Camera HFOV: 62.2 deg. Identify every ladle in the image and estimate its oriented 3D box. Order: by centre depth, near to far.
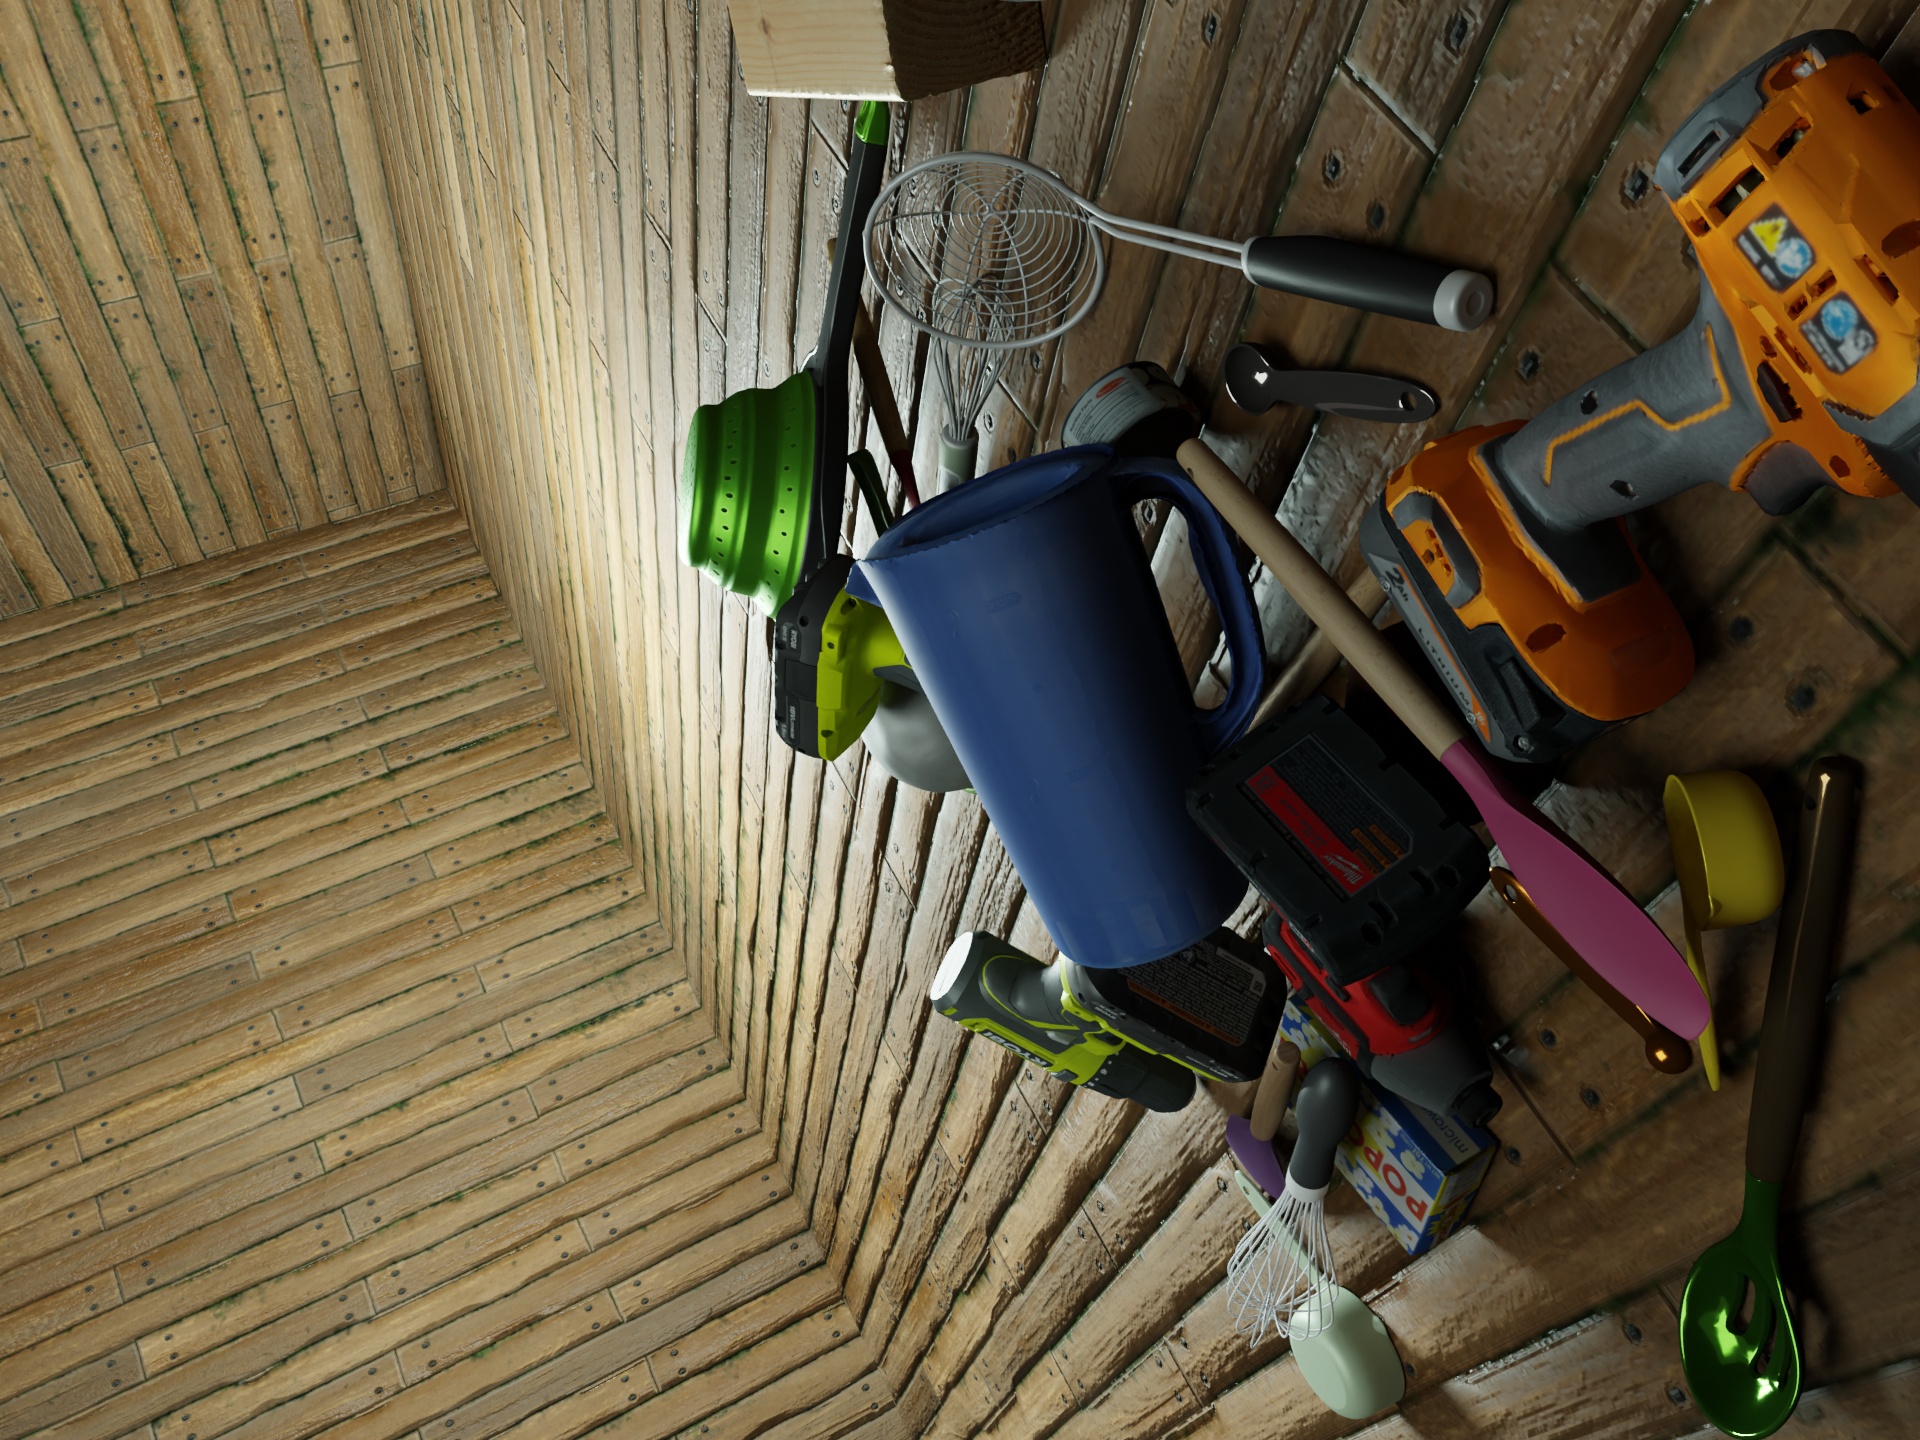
[{"bbox_3d":[-0.046,-0.199,1.060,0.069,0.031,0.316,98,157,-65],"label":"ladle"}]

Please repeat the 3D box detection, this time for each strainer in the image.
[{"bbox_3d":[-0.050,-0.055,1.094,0.151,0.069,0.256,13,125,62],"label":"strainer"}]

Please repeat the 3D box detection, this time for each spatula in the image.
[{"bbox_3d":[0.151,-0.008,0.809,0.317,0.044,0.082,115,168,-58],"label":"spatula"},{"bbox_3d":[0.178,0.232,0.919,0.060,0.018,0.315,52,169,25],"label":"spatula"}]

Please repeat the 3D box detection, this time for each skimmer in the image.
[{"bbox_3d":[0.081,-0.199,0.736,0.127,0.090,0.364,43,175,-39],"label":"skimmer"}]

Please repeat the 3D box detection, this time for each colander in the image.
[{"bbox_3d":[-0.125,-0.226,1.053,0.205,0.094,0.396,-109,28,-57],"label":"colander"}]

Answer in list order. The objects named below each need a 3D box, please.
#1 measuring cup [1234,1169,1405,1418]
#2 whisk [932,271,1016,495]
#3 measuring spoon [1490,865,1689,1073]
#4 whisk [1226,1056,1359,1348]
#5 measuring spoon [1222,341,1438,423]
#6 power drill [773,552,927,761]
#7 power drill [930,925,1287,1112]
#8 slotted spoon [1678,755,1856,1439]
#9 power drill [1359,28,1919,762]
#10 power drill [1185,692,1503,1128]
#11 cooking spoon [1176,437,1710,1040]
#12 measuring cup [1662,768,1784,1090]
[{"bbox_3d":[0.215,0.367,1.018,0.168,0.038,0.083,54,155,28],"label":"measuring cup"},{"bbox_3d":[0.000,-0.186,1.007,0.058,0.059,0.246,31,151,14],"label":"whisk"},{"bbox_3d":[0.267,0.107,0.686,0.117,0.011,0.021,53,154,35],"label":"measuring spoon"},{"bbox_3d":[0.188,0.268,0.878,0.070,0.070,0.284,51,154,38],"label":"whisk"},{"bbox_3d":[0.163,-0.147,0.699,0.124,0.018,0.034,26,136,51],"label":"measuring spoon"},{"bbox_3d":[-0.002,-0.003,0.991,0.223,0.080,0.171,22,133,17],"label":"power drill"},{"bbox_3d":[0.103,0.185,0.997,0.190,0.080,0.228,30,155,-10],"label":"power drill"},{"bbox_3d":[0.311,0.152,0.603,0.070,0.031,0.313,-114,14,-62],"label":"slotted spoon"},{"bbox_3d":[0.236,-0.072,0.501,0.164,0.084,0.226,62,154,16],"label":"power drill"},{"bbox_3d":[0.185,0.099,0.720,0.143,0.078,0.219,52,176,38],"label":"power drill"},{"bbox_3d":[0.180,-0.008,0.629,0.319,0.017,0.068,55,172,29],"label":"cooking spoon"},{"bbox_3d":[0.288,0.083,0.593,0.062,0.029,0.156,-82,-25,-53],"label":"measuring cup"}]
